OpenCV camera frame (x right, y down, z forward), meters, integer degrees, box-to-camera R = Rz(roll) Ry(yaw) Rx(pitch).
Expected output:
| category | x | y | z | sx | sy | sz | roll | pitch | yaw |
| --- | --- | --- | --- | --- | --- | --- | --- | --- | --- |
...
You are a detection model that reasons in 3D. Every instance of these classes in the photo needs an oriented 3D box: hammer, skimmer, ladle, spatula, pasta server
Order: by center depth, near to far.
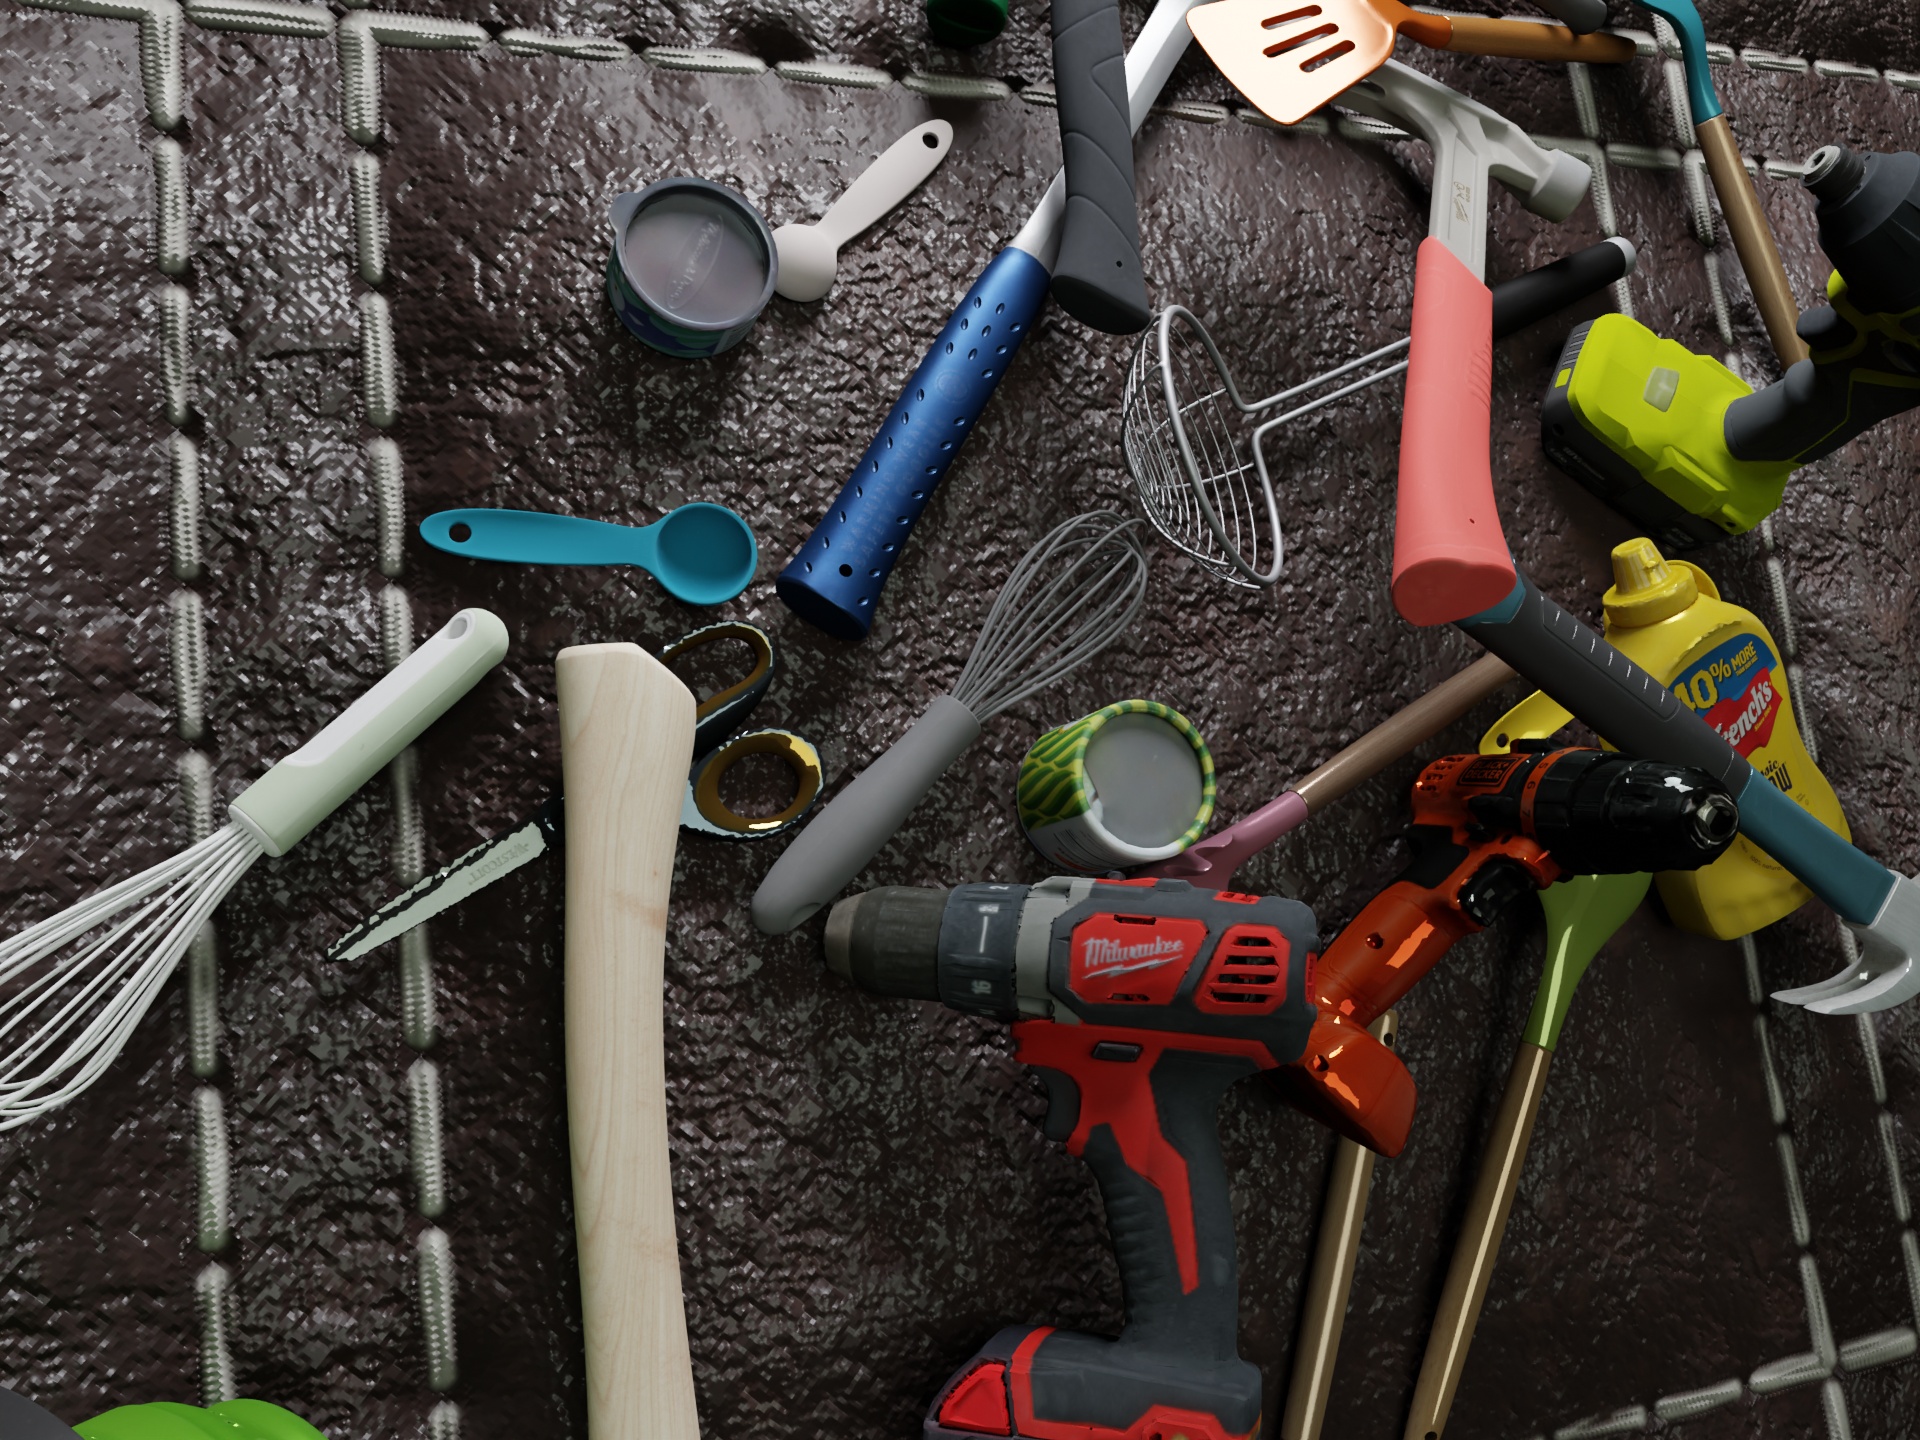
| category | x | y | z | sx | sy | sz | roll | pitch | yaw |
| --- | --- | --- | --- | --- | --- | --- | --- | --- | --- |
| hammer | -0.127 | 0.177 | 0.560 | 0.146 | 0.038 | 0.411 | -2 | 83 | -20 |
| hammer | 0.206 | -0.179 | 0.692 | 0.149 | 0.036 | 0.359 | 23 | 49 | -6 |
| hammer | 0.332 | 0.021 | 0.706 | 0.330 | 0.033 | 0.128 | 33 | 83 | -17 |
| hammer | 0.053 | -0.370 | 0.708 | 0.149 | 0.036 | 0.409 | 0 | 81 | -28 |
| hammer | 0.030 | -0.214 | 0.710 | 0.144 | 0.035 | 0.406 | 34 | 70 | -12 |
| pasta server | 0.176 | 0.030 | 0.717 | 0.316 | 0.060 | 0.040 | -30 | 48 | -26 |
| ladle | 0.245 | 0.172 | 0.719 | 0.078 | 0.062 | 0.320 | 23 | 79 | -13 |
| skimmer | 0.217 | -0.172 | 0.743 | 0.363 | 0.090 | 0.127 | -27 | 100 | -24 |
| spatula | 0.247 | -0.334 | 0.794 | 0.322 | 0.041 | 0.081 | -16 | 63 | -38 |
| spatula | 0.407 | -0.299 | 0.867 | 0.082 | 0.044 | 0.317 | -35 | 103 | -42 |

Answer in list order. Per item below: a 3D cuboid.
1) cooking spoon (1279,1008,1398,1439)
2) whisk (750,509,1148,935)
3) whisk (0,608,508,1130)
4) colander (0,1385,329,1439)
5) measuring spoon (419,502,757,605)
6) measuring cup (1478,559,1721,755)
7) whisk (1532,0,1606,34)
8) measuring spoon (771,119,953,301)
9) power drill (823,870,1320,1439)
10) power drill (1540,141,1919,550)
| category | x | y | z | sx | sy | sz | roll | pitch | yaw |
| --- | --- | --- | --- | --- | --- | --- | --- | --- | --- |
| cooking spoon | 0.147 | 0.276 | 0.666 | 0.068 | 0.017 | 0.319 | 21 | 73 | -17 |
| whisk | 0.000 | -0.002 | 0.651 | 0.055 | 0.055 | 0.239 | 46 | 71 | -7 |
| whisk | -0.249 | 0.043 | 0.546 | 0.246 | 0.058 | 0.059 | -48 | 132 | -26 |
| colander | -0.276 | 0.207 | 0.474 | 0.397 | 0.204 | 0.094 | 51 | 31 | 12 |
| measuring spoon | -0.145 | -0.067 | 0.627 | 0.128 | 0.021 | 0.042 | 4 | 77 | -11 |
| measuring cup | 0.311 | -0.025 | 0.792 | 0.156 | 0.029 | 0.062 | -33 | 100 | -12 |
| whisk | 0.216 | -0.450 | 0.807 | 0.295 | 0.073 | 0.073 | 39 | 69 | -7 |
| measuring spoon | -0.041 | -0.229 | 0.695 | 0.034 | 0.018 | 0.124 | 44 | 67 | -8 |
| power drill | 0.033 | 0.168 | 0.590 | 0.188 | 0.080 | 0.227 | 3 | 82 | 15 |
| power drill | 0.387 | -0.168 | 0.736 | 0.171 | 0.223 | 0.080 | 31 | 70 | -13 |
